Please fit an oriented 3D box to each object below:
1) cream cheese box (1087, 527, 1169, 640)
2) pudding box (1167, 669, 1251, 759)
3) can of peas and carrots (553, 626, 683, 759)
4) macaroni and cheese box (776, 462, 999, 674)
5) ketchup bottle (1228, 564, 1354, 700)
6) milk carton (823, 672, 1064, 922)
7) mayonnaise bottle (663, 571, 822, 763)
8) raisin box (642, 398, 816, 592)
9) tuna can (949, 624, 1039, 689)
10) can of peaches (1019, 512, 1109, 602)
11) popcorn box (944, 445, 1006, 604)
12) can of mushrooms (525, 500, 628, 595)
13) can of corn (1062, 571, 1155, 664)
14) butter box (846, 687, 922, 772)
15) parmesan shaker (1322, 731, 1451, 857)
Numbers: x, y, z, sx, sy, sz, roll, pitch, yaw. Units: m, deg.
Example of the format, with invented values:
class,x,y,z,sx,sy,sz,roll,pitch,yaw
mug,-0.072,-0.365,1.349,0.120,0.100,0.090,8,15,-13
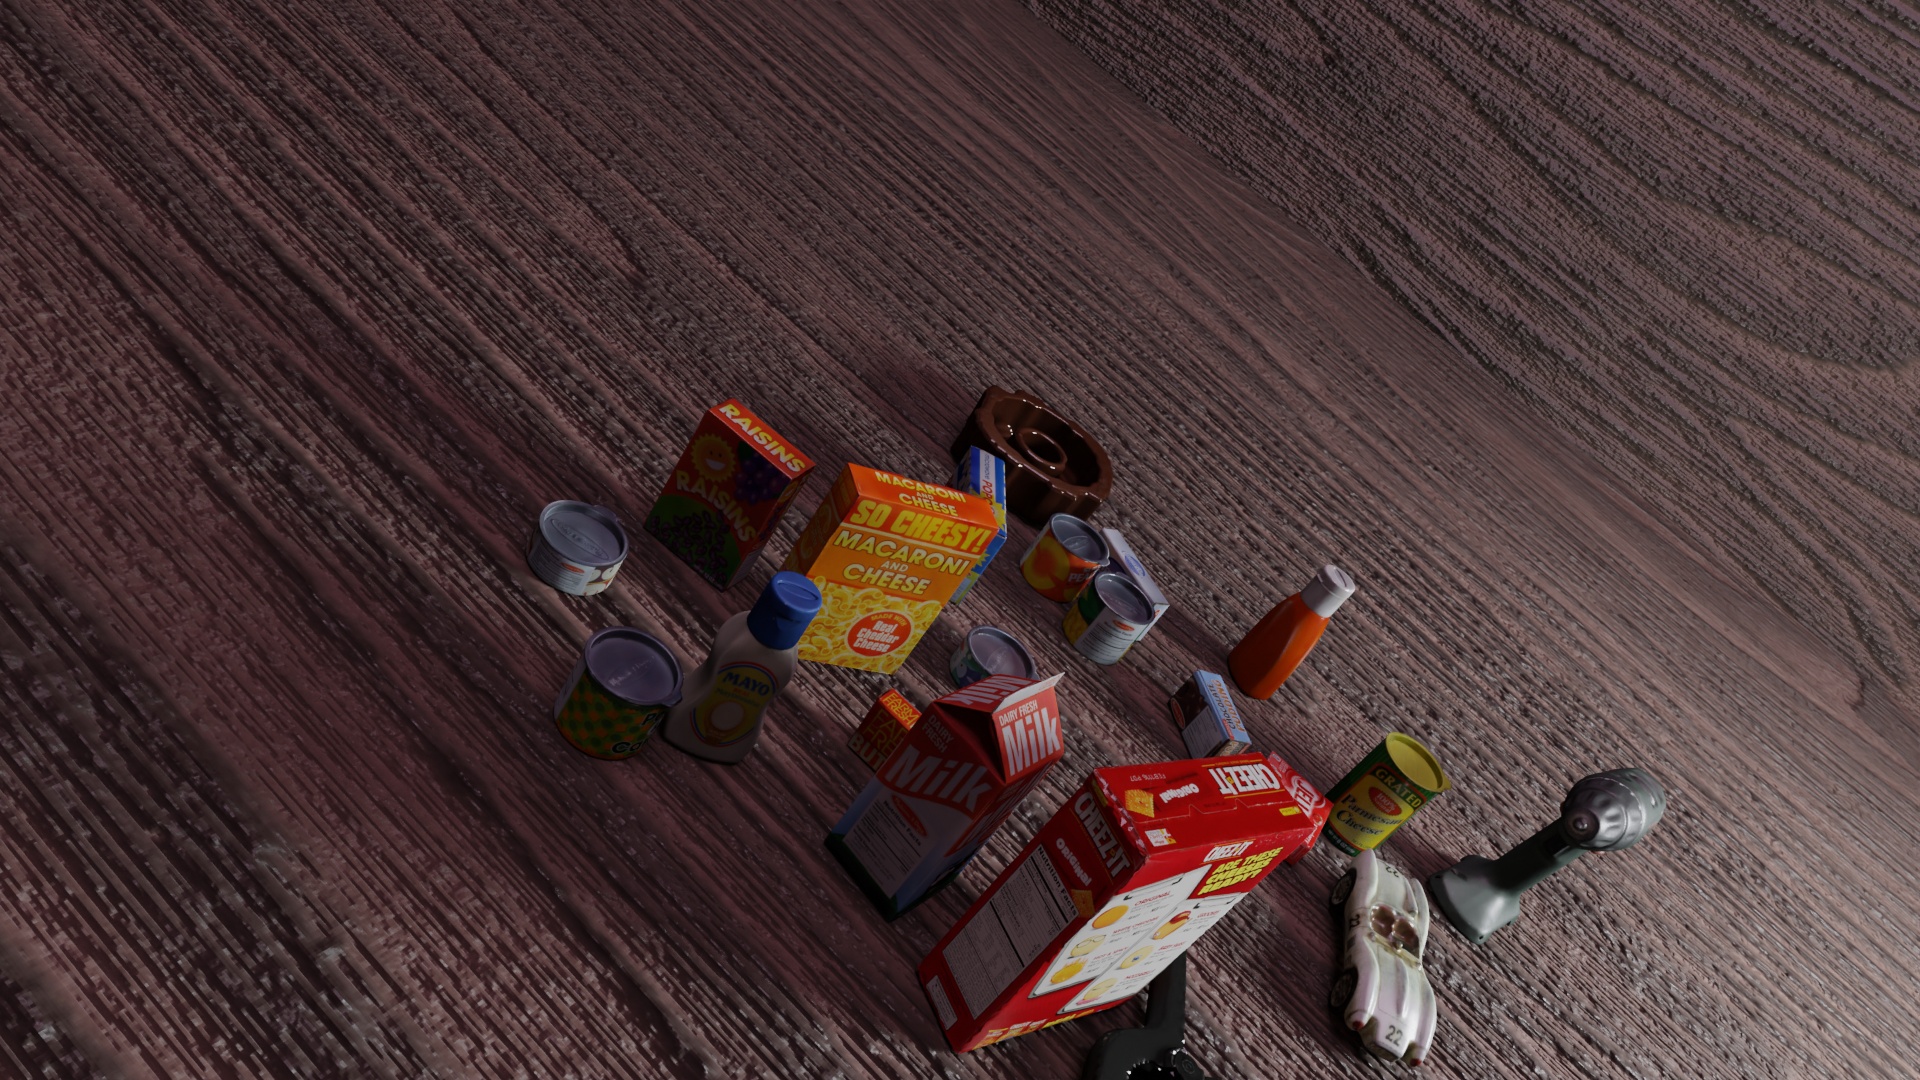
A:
class,x,y,z,sx,sy,sz,roll,pitch,yaw
cream cheese box,0.155,0.042,1.345,0.024,0.053,0.104,5,42,-41
pudding box,0.223,0.163,1.248,0.030,0.049,0.084,16,36,-29
can of peas and carrots,-0.219,0.100,0.895,0.071,0.058,0.071,25,32,-17
macaroni and cheese box,-0.067,0.024,1.042,0.124,0.165,0.040,14,37,-32
ketchup bottle,0.323,0.087,1.354,0.043,0.148,0.065,20,34,-24
milk carton,-0.002,0.155,0.902,0.073,0.189,0.072,47,32,19
mayonnaise bottle,-0.139,0.083,0.909,0.065,0.147,0.041,24,32,-19
raisin box,-0.177,-0.034,1.058,0.086,0.122,0.040,40,31,7
tuna can,0.028,0.106,1.152,0.071,0.032,0.071,25,32,-17
can of peaches,0.099,0.018,1.319,0.071,0.057,0.071,25,32,-17
popcorn box,0.004,-0.016,1.246,0.038,0.084,0.127,26,32,-16
can of mushrooms,-0.274,0.004,0.997,0.071,0.033,0.071,25,32,-17
can of corn,0.136,0.071,1.283,0.071,0.058,0.071,25,32,-17
butter box,-0.030,0.160,1.002,0.103,0.053,0.024,42,31,11
parmesan shaker,0.380,0.232,1.253,0.071,0.102,0.072,25,32,-17
